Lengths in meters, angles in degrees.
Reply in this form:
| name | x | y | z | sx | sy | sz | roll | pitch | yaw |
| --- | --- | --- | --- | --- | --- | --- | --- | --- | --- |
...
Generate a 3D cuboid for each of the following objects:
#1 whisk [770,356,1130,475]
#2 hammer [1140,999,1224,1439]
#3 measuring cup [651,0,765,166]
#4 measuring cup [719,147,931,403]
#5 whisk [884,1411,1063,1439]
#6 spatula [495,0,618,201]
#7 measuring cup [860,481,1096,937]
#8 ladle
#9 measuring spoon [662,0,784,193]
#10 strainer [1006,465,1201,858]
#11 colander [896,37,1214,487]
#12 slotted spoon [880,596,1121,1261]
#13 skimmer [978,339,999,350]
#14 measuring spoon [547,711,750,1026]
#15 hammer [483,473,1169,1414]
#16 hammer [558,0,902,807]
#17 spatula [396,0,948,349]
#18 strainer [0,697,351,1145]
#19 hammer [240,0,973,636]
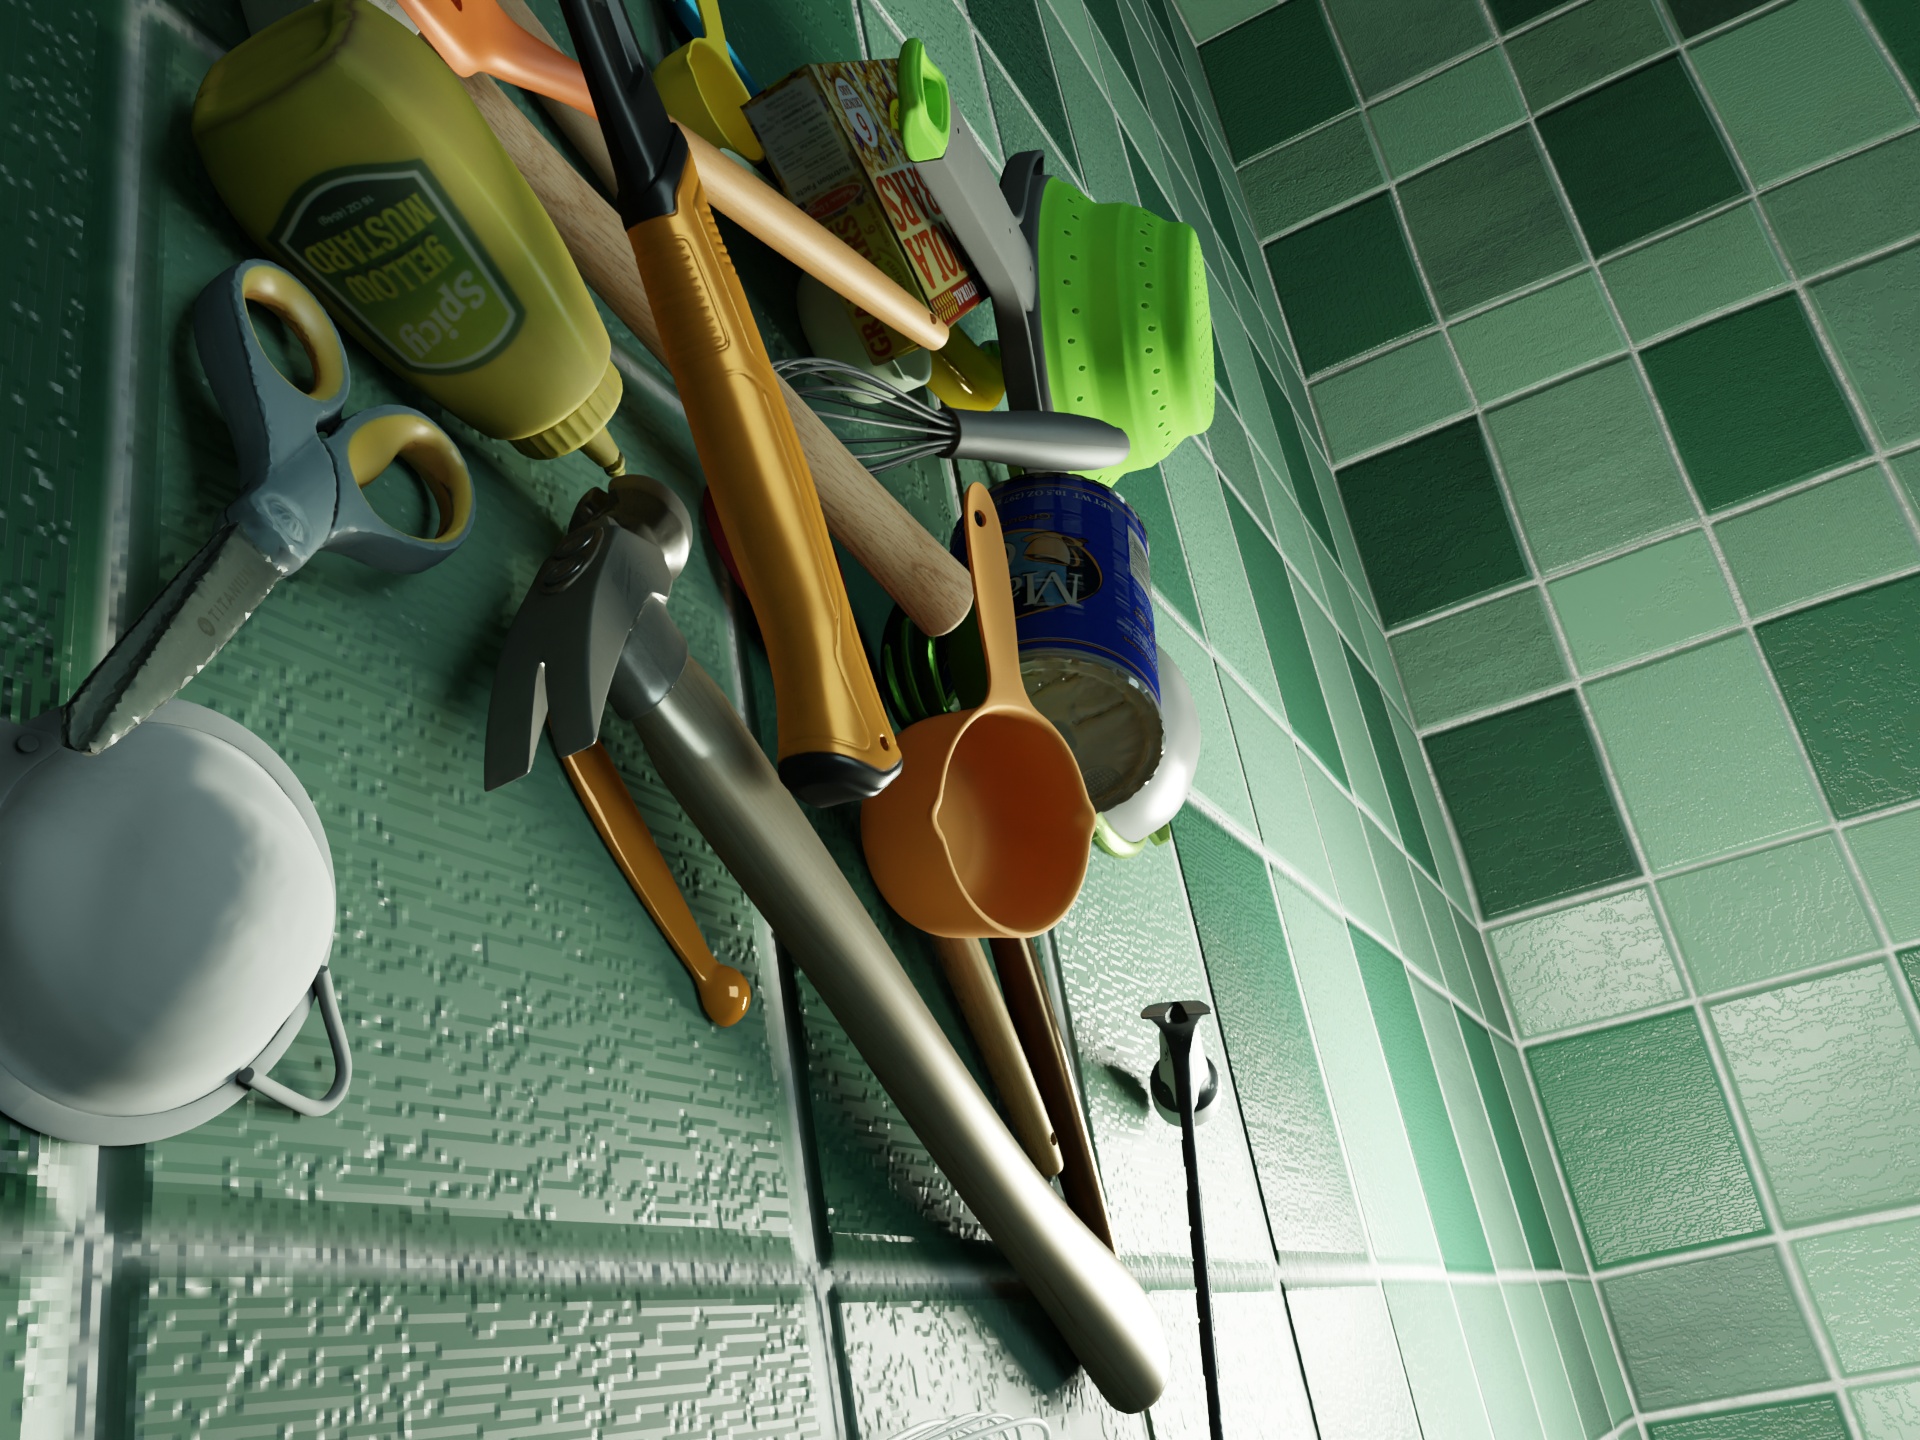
| name | x | y | z | sx | sy | sz | roll | pitch | yaw |
| --- | --- | --- | --- | --- | --- | --- | --- | --- | --- |
| whisk | -0.004 | -0.129 | 0.706 | 0.239 | 0.055 | 0.055 | -5 | 74 | -43 |
| hammer | 0.109 | 0.309 | 0.660 | 0.149 | 0.036 | 0.409 | 74 | 12 | -55 |
| measuring cup | -0.123 | -0.309 | 0.713 | 0.062 | 0.029 | 0.157 | 29 | 42 | -59 |
| measuring cup | -0.071 | -0.203 | 0.730 | 0.167 | 0.038 | 0.083 | 31 | 42 | -54 |
| whisk | -0.037 | 0.210 | 0.427 | 0.059 | 0.058 | 0.246 | 41 | 4 | 39 |
| spatula | -0.170 | -0.260 | 0.561 | 0.315 | 0.018 | 0.060 | 52 | 28 | -36 |
| measuring cup | -0.001 | -0.002 | 0.610 | 0.095 | 0.052 | 0.174 | 3 | 78 | -48 |
| ladle | -0.022 | 0.045 | 0.635 | 0.315 | 0.031 | 0.069 | 67 | 25 | -10 |
| measuring spoon | -0.110 | -0.297 | 0.755 | 0.128 | 0.021 | 0.042 | 51 | 41 | -20 |
| strainer | 0.086 | -0.051 | 0.924 | 0.151 | 0.069 | 0.256 | 13 | 60 | -65 |
| colander | 0.064 | -0.218 | 0.780 | 0.397 | 0.094 | 0.204 | 30 | 58 | -73 |
| slotted spoon | 0.022 | 0.090 | 0.672 | 0.031 | 0.070 | 0.314 | -18 | 93 | -47 |
| skimmer | 0.080 | -0.251 | 1.155 | 0.363 | 0.090 | 0.127 | -22 | 94 | -59 |
| measuring spoon | -0.092 | 0.042 | 0.481 | 0.117 | 0.011 | 0.021 | 64 | 22 | -15 |
| hammer | -0.020 | 0.116 | 0.537 | 0.410 | 0.038 | 0.146 | 59 | 14 | -28 |
| hammer | -0.079 | -0.137 | 0.471 | 0.127 | 0.034 | 0.337 | -36 | 111 | -61 |
| spatula | -0.088 | -0.197 | 0.542 | 0.322 | 0.041 | 0.081 | 20 | 57 | -55 |
| strainer | -0.185 | -0.010 | 0.269 | 0.258 | 0.050 | 0.087 | 52 | 41 | -30 |
| hammer | -0.102 | -0.140 | 0.548 | 0.331 | 0.031 | 0.130 | 44 | 34 | -33 |
